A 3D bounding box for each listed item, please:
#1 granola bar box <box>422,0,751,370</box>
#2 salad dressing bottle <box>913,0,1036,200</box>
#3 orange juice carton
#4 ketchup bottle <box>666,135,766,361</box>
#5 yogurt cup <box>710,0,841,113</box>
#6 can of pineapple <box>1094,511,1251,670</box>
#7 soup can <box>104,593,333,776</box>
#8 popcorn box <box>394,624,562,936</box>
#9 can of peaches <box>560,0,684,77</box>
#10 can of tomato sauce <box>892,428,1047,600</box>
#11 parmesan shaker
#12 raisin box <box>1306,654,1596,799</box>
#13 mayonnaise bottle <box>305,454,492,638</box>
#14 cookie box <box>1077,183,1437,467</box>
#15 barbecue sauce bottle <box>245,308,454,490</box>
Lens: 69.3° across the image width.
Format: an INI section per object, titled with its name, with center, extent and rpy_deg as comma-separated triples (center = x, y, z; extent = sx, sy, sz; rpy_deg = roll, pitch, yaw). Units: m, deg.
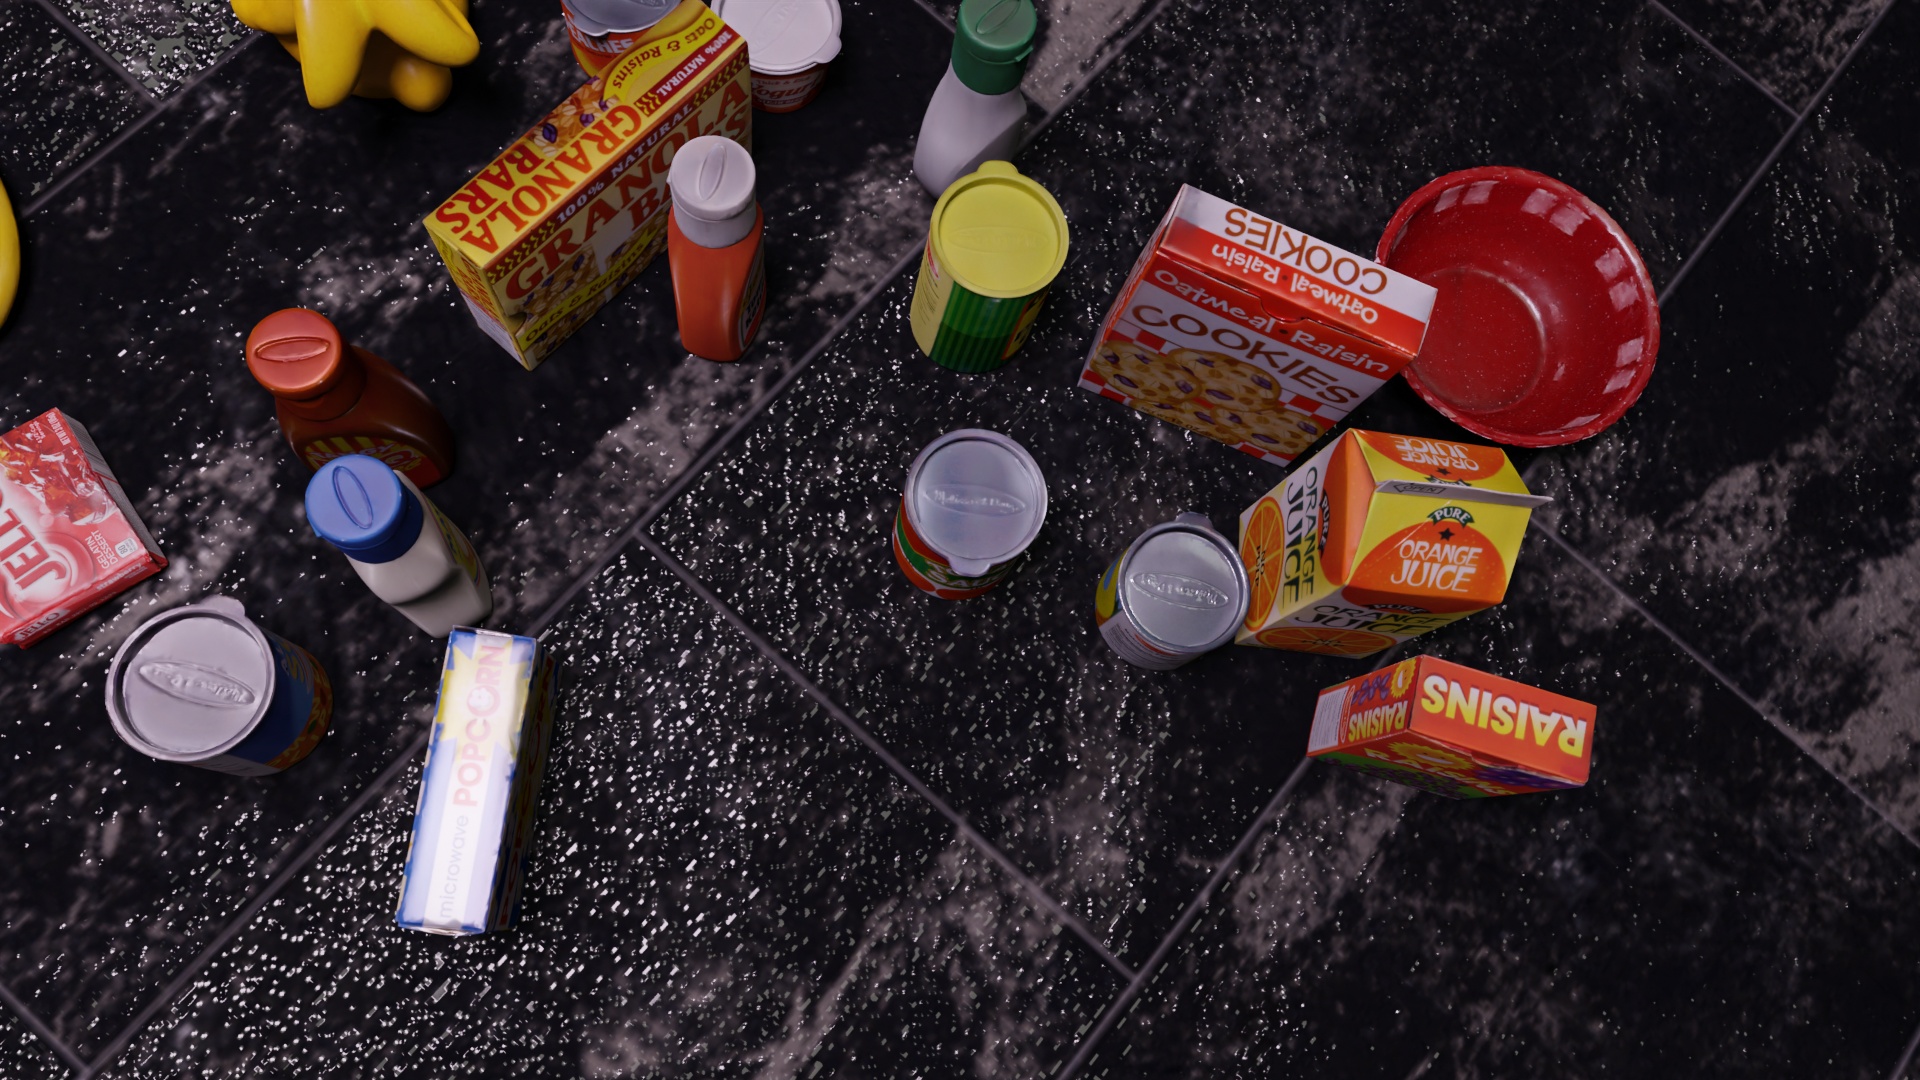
[granola bar box]
center = -0.171, -0.169, 0.676
extent = 0.039, 0.124, 0.166
rpy_deg = 42, 74, 4
[salad dressing bottle]
center = 0.009, -0.222, 0.702
extent = 0.044, 0.147, 0.064
rpy_deg = 45, 75, 5
[orange juice carton]
center = 0.192, 0.002, 0.645
extent = 0.072, 0.192, 0.073
rpy_deg = 7, 75, -6
[ketchup bottle]
center = -0.116, -0.140, 0.663
extent = 0.043, 0.148, 0.065
rpy_deg = 13, 75, -4
[yogurt cup]
center = -0.099, -0.268, 0.748
extent = 0.072, 0.053, 0.072
rpy_deg = 2, 75, -7
[can of pineapple]
center = 0.106, 0.028, 0.697
extent = 0.071, 0.057, 0.071
rpy_deg = 2, 76, -7
[soup can]
center = -0.323, 0.066, 0.615
extent = 0.071, 0.083, 0.071
rpy_deg = 2, 76, -7
[popcorn box]
center = -0.211, 0.109, 0.618
extent = 0.038, 0.085, 0.127
rpy_deg = 7, 75, -6
[can of peaches]
center = -0.179, -0.281, 0.738
extent = 0.071, 0.058, 0.071
rpy_deg = 2, 76, -7
[can of tomato sauce]
center = 0.002, -0.009, 0.679
extent = 0.071, 0.083, 0.071
rpy_deg = 2, 76, -7
[parmesan shaker]
center = 0.012, -0.135, 0.703
extent = 0.071, 0.103, 0.071
rpy_deg = 2, 76, -7
[raisin box]
center = 0.229, 0.092, 0.663
extent = 0.086, 0.123, 0.040
rpy_deg = 17, 74, -3
[mayonnaise bottle]
center = -0.245, 0.001, 0.609
extent = 0.041, 0.147, 0.065
rpy_deg = -28, 81, -13
[cookie box]
center = 0.135, -0.096, 0.676
extent = 0.123, 0.167, 0.040
rpy_deg = 22, 74, -2
[barbecue sauce bottle]
center = -0.274, -0.059, 0.620
extent = 0.065, 0.148, 0.044
rpy_deg = -8, 77, -9
